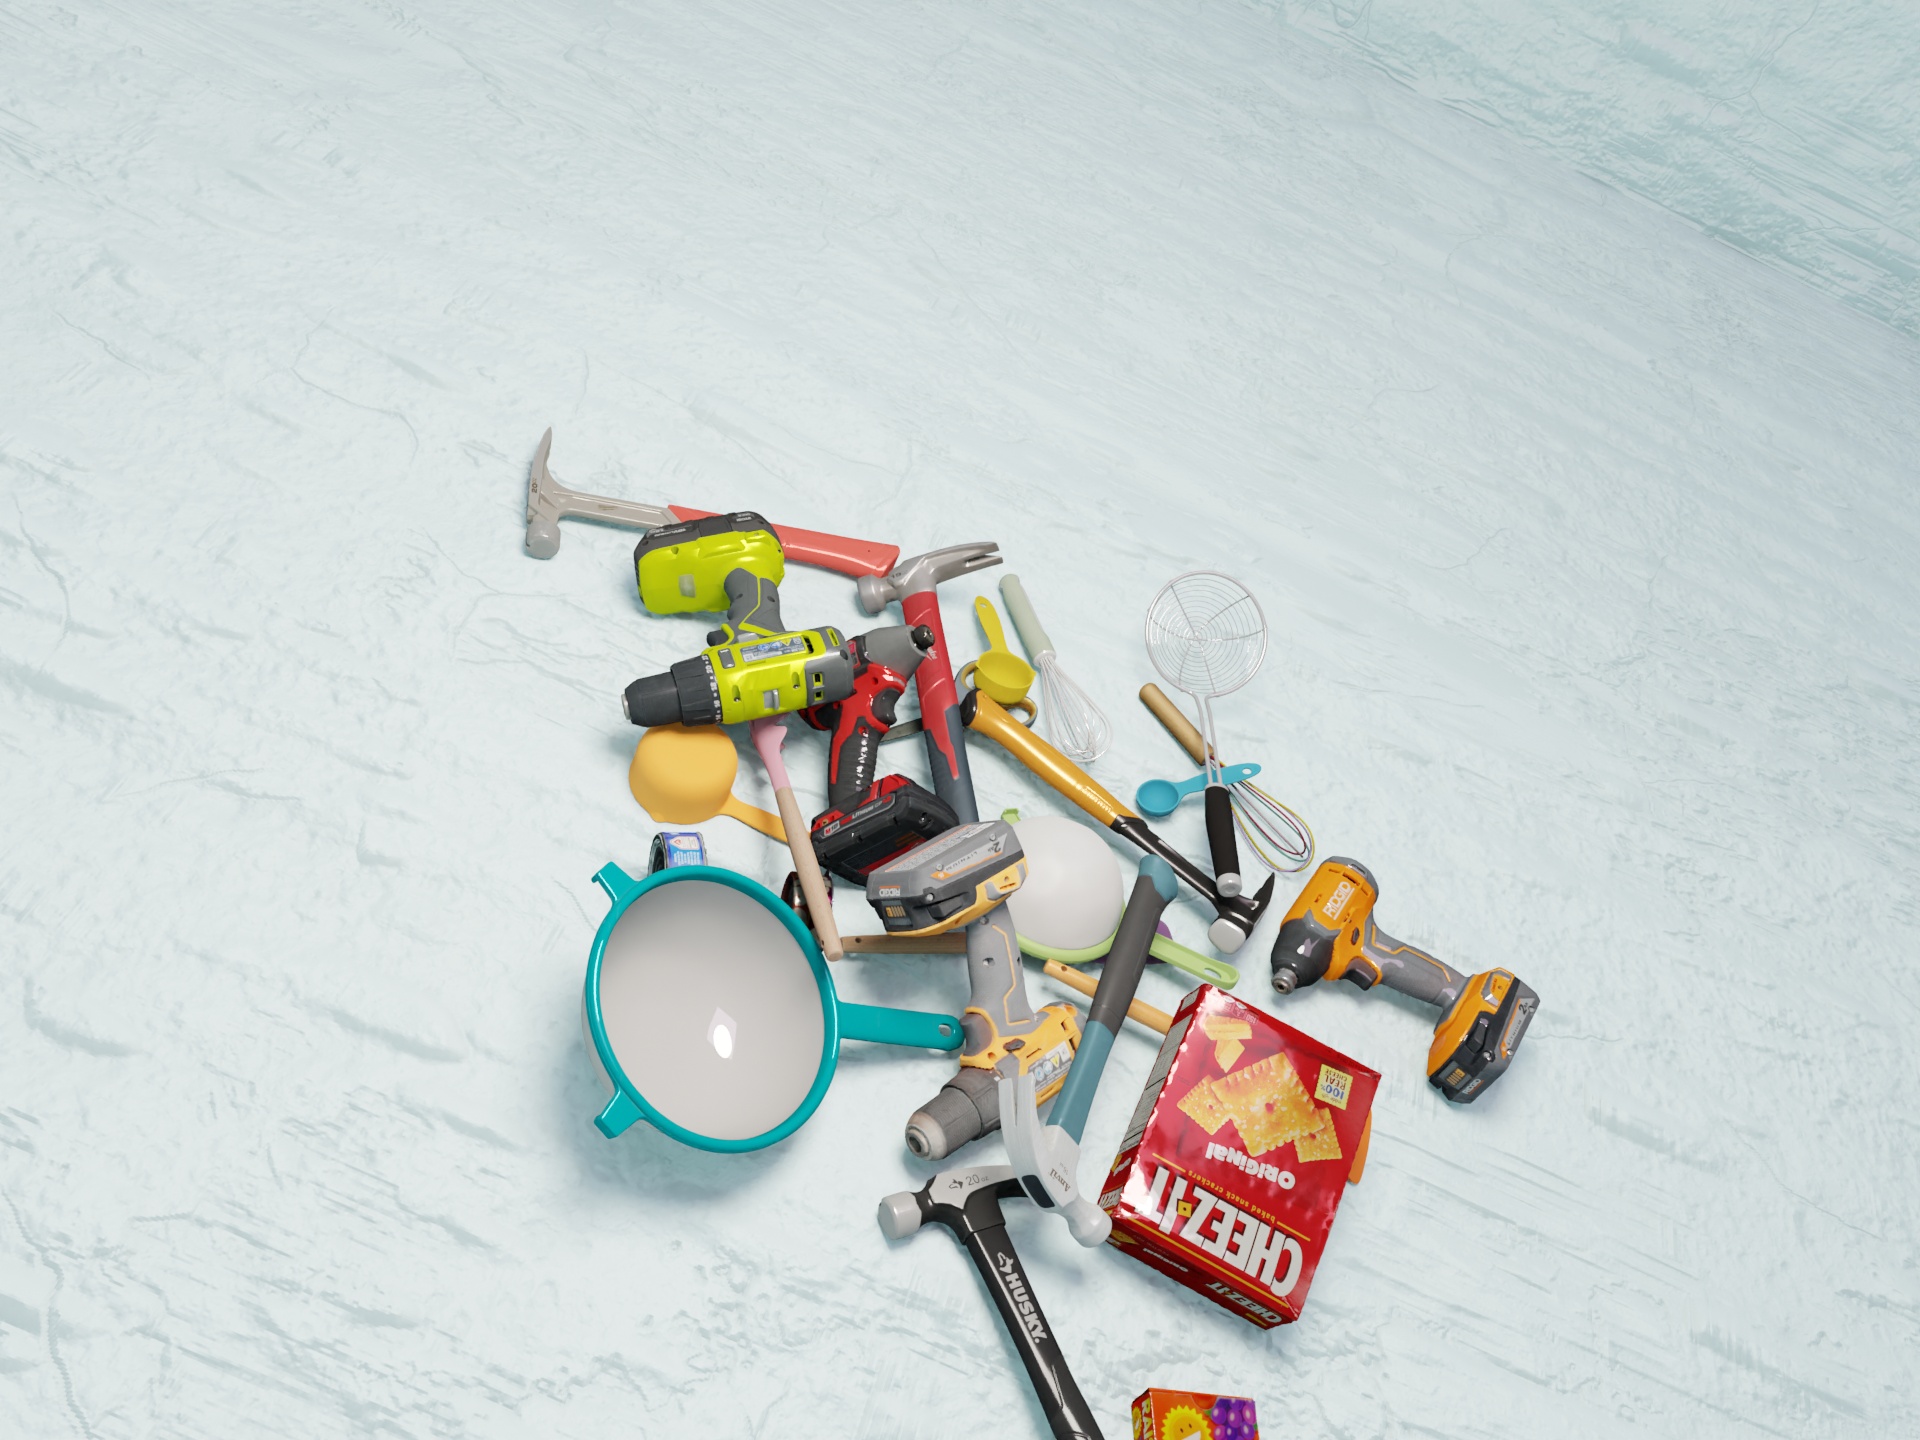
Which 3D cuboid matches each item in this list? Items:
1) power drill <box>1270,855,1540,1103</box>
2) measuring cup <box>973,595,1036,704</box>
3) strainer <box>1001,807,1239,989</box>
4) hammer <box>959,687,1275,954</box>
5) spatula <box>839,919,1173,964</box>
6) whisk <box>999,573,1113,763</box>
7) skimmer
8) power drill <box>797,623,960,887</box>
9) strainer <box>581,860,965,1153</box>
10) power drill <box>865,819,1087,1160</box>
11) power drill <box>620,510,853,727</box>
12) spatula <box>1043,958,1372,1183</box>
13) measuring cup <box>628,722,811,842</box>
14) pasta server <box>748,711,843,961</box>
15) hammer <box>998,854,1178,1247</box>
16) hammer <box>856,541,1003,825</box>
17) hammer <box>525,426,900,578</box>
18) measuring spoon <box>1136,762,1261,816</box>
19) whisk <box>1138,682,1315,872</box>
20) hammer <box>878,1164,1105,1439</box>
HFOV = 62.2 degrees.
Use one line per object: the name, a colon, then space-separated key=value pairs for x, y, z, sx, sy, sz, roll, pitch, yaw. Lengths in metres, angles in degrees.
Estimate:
power drill: x=0.390 y=0.240 z=1.437 sx=0.226 sy=0.084 sz=0.164 roll=36 pitch=48 yaw=13
measuring cup: x=0.031 y=-0.069 z=1.553 sx=0.062 sy=0.029 sz=0.157 roll=8 pitch=35 yaw=-18
strainer: x=0.132 y=0.155 z=1.376 sx=0.256 sy=0.069 sz=0.151 roll=25 pitch=38 yaw=5
hammer: x=0.139 y=0.079 z=1.462 sx=0.337 sy=0.034 sz=0.127 roll=38 pitch=29 yaw=10
spatula: x=0.045 y=0.188 z=1.365 sx=0.315 sy=0.018 sz=0.060 roll=2 pitch=49 yaw=-24
whisk: x=0.087 y=-0.055 z=1.567 sx=0.059 sy=0.057 sz=0.247 roll=-21 pitch=55 yaw=-2
skimmer: x=0.244 y=0.003 z=1.506 sx=0.127 sy=0.090 sz=0.364 roll=9 pitch=43 yaw=-7
power drill: x=-0.072 y=0.019 z=1.370 sx=0.078 sy=0.143 sz=0.220 roll=35 pitch=35 yaw=-46
strainer: x=-0.150 y=0.233 z=1.206 sx=0.340 sy=0.095 sz=0.211 roll=16 pitch=56 yaw=-39
power drill: x=0.003 y=0.212 z=1.235 sx=0.185 sy=0.084 sz=0.226 roll=-26 pitch=100 yaw=-39
power drill: x=-0.213 y=-0.081 z=1.388 sx=0.190 sy=0.080 sz=0.229 roll=-12 pitch=43 yaw=-14
spatula: x=0.212 y=0.283 z=1.344 sx=0.322 sy=0.041 sz=0.081 roll=27 pitch=48 yaw=-2
measuring cup: x=-0.194 y=0.056 z=1.343 sx=0.173 sy=0.052 sz=0.095 roll=25 pitch=47 yaw=0
pasta server: x=-0.131 y=0.077 z=1.301 sx=0.040 sy=0.060 sz=0.317 roll=-1 pitch=39 yaw=-21
hammer: x=0.114 y=0.236 z=1.252 sx=0.128 sy=0.033 sz=0.331 roll=50 pitch=43 yaw=-22
hammer: x=-0.002 y=-0.005 z=1.431 sx=0.143 sy=0.038 sz=0.387 roll=-17 pitch=52 yaw=7
hammer: x=-0.235 y=-0.192 z=1.541 sx=0.359 sy=0.036 sz=0.149 roll=8 pitch=50 yaw=-17
measuring spoon: x=0.229 y=0.067 z=1.524 sx=0.128 sy=0.021 sz=0.042 roll=-15 pitch=47 yaw=-11
whisk: x=0.261 y=0.051 z=1.559 sx=0.051 sy=0.047 sz=0.245 roll=-22 pitch=61 yaw=-35
hammer: x=0.071 y=0.464 z=1.115 sx=0.146 sy=0.035 sz=0.335 roll=-8 pitch=50 yaw=-29
